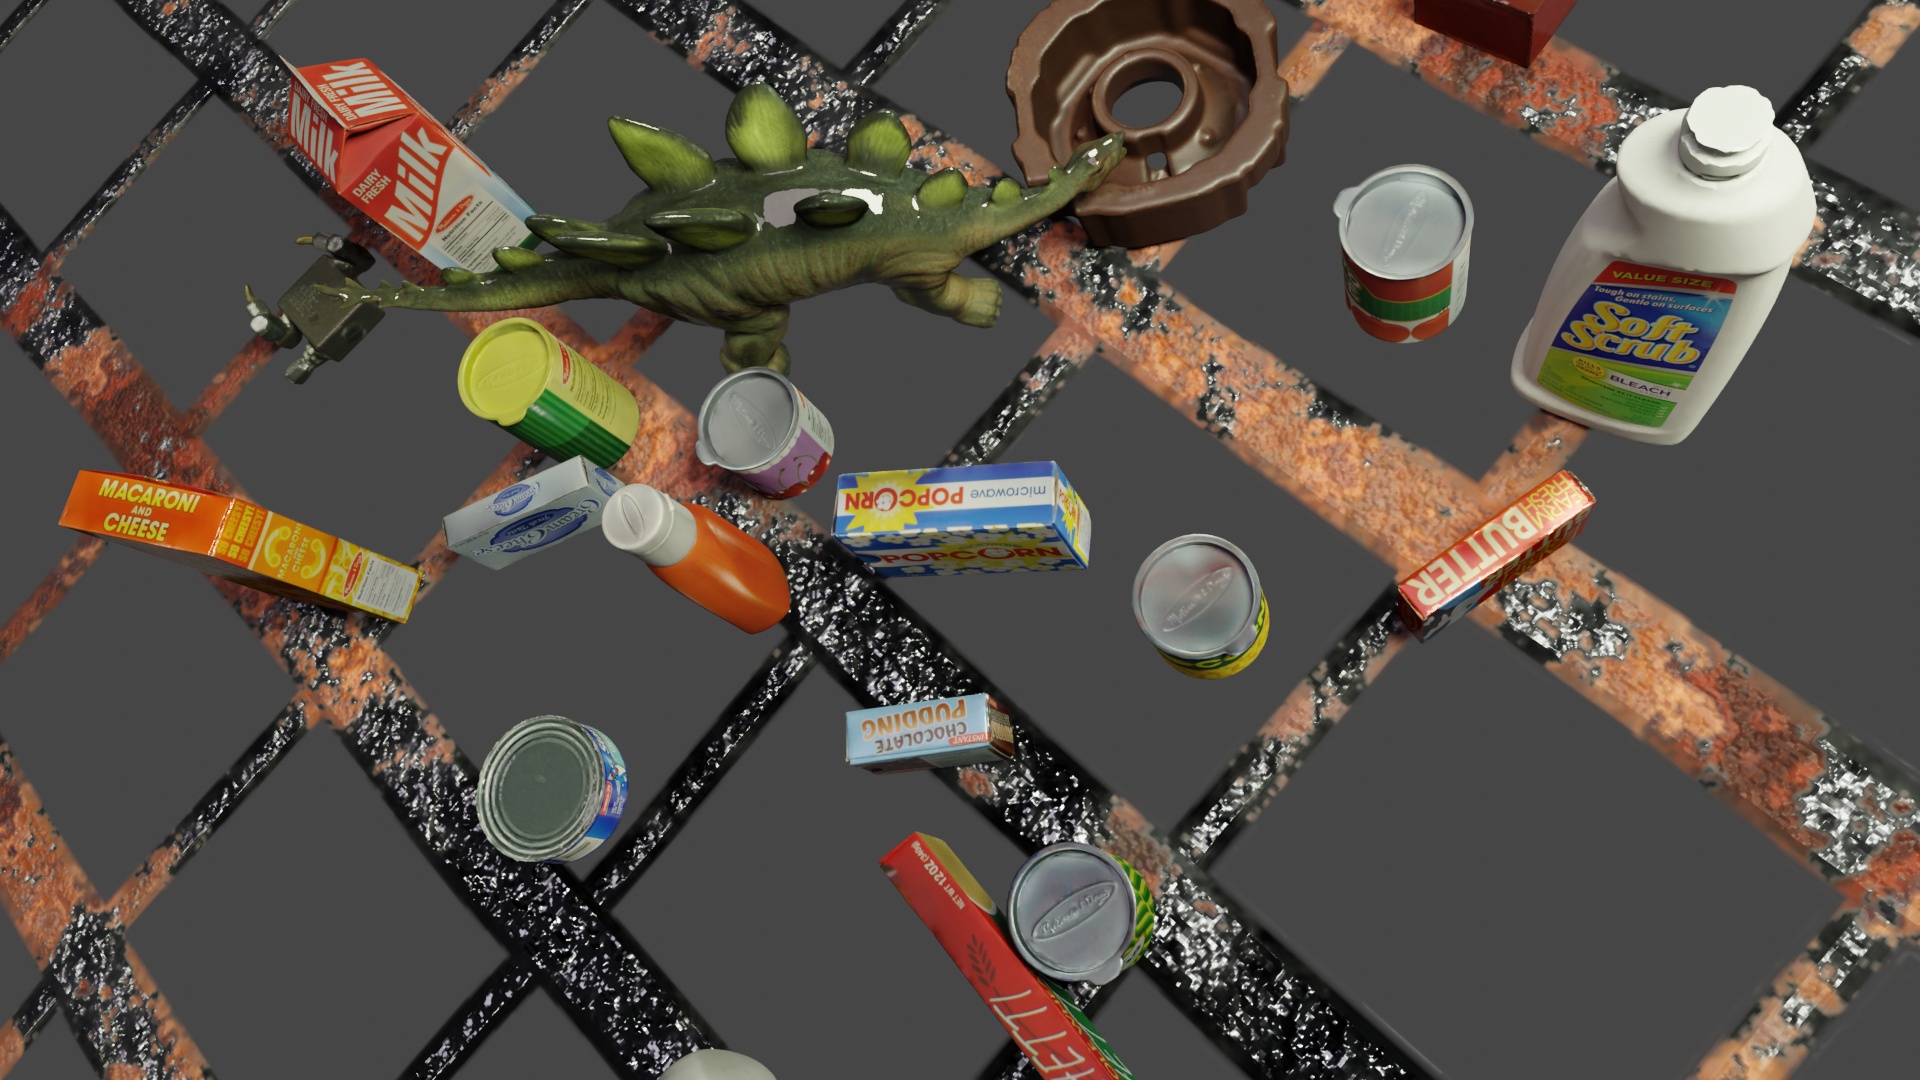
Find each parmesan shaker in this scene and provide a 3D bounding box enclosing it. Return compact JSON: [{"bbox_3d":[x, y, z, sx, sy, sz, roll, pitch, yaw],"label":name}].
[{"bbox_3d":[-0.257,-0.086,0.875,0.071,0.103,0.071,-5,72,16],"label":"parmesan shaker"}]

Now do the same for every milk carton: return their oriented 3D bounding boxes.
[{"bbox_3d":[-0.363,-0.244,0.913,0.073,0.190,0.072,-46,66,0],"label":"milk carton"}]

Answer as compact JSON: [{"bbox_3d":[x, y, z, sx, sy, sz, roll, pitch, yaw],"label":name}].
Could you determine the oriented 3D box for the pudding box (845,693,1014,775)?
[{"bbox_3d":[-0.017,0.108,0.765,0.083,0.049,0.030,-10,70,15],"label":"pudding box"}]

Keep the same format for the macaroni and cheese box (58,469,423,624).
[{"bbox_3d":[-0.443,0.005,0.870,0.124,0.166,0.040,9,76,20],"label":"macaroni and cheese box"}]

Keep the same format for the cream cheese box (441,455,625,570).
[{"bbox_3d":[-0.269,-0.017,0.884,0.104,0.053,0.024,-23,68,9],"label":"cream cheese box"}]

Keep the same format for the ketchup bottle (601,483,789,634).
[{"bbox_3d":[-0.148,0.007,0.785,0.043,0.148,0.065,-33,66,6],"label":"ketchup bottle"}]

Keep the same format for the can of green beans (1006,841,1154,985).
[{"bbox_3d":[0.062,0.190,0.709,0.071,0.057,0.071,-5,71,16],"label":"can of green beans"}]

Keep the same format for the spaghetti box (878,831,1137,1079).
[{"bbox_3d":[0.049,0.250,0.697,0.028,0.050,0.251,-43,66,1],"label":"spaghetti box"}]

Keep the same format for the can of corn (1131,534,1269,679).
[{"bbox_3d":[0.130,0.038,0.736,0.071,0.058,0.071,-5,71,16],"label":"can of corn"}]

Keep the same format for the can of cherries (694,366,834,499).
[{"bbox_3d":[-0.120,-0.063,0.849,0.071,0.058,0.071,-5,71,16],"label":"can of cherries"}]

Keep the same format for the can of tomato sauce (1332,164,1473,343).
[{"bbox_3d":[0.238,-0.153,0.751,0.071,0.083,0.071,-5,71,16],"label":"can of tomato sauce"}]

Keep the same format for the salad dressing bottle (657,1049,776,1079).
[{"bbox_3d":[-0.137,0.287,0.691,0.044,0.147,0.064,-43,66,1],"label":"salad dressing bottle"}]

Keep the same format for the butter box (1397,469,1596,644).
[{"bbox_3d":[0.270,0.009,0.705,0.103,0.053,0.024,-36,66,4],"label":"butter box"}]

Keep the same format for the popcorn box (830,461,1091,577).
[{"bbox_3d":[0.003,-0.010,0.778,0.126,0.085,0.038,-3,72,17],"label":"popcorn box"}]
